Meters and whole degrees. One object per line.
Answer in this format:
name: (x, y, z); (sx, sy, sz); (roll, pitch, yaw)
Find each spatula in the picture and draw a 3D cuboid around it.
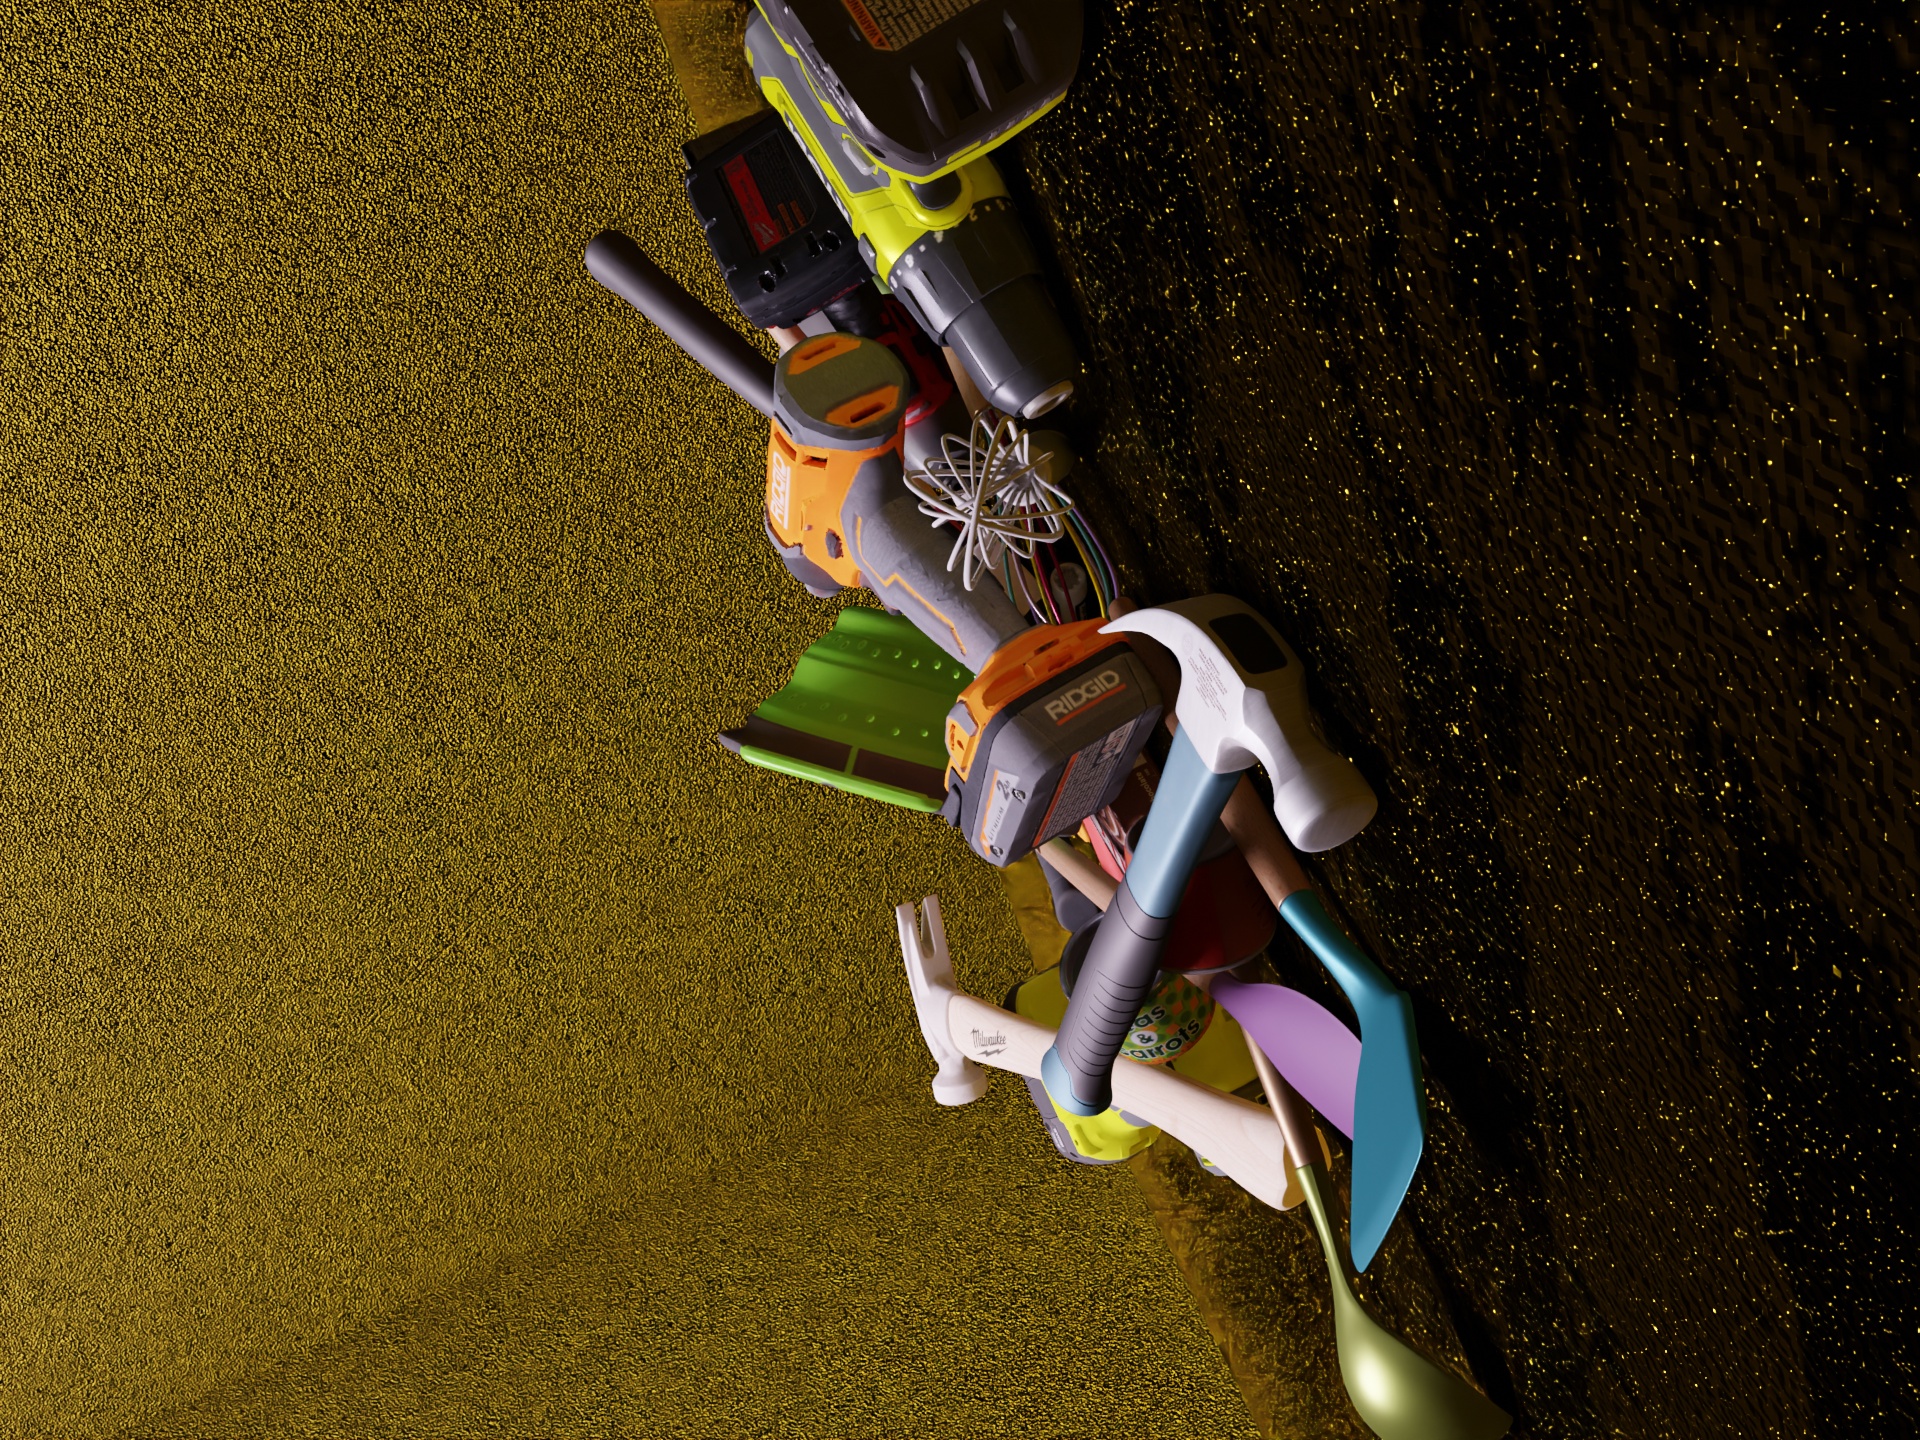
spatula: (0.111, 0.053, 0.624); (0.318, 0.044, 0.082); (-114, 22, -44)
spatula: (0.111, 0.114, 0.770); (0.316, 0.018, 0.059); (36, 140, 58)

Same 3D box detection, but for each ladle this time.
ladle: (0.166, 0.178, 0.744); (0.078, 0.062, 0.320); (61, -169, -65)

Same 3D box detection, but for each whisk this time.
whisk: (0.022, -0.134, 0.799); (0.047, 0.051, 0.245); (59, -171, -69)
whisk: (0.023, -0.094, 0.617); (0.246, 0.058, 0.059); (-56, -21, -74)

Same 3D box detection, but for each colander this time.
colander: (-0.002, -0.003, 0.952); (0.397, 0.204, 0.094); (11, -86, -75)

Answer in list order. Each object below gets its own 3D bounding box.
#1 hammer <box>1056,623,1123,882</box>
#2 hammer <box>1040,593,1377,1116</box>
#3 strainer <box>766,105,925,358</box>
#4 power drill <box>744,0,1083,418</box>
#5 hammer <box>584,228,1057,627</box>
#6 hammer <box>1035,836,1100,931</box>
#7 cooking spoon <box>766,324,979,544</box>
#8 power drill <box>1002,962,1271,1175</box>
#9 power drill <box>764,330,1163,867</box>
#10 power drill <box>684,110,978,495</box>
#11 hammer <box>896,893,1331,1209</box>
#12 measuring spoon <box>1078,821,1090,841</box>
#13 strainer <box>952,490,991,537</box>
hammer: (0.109, 0.102, 1.059); (0.149, 0.036, 0.358); (-122, 9, -68)
hammer: (0.075, 0.077, 0.643); (0.330, 0.033, 0.128); (102, 150, -51)
strainer: (-0.095, -0.272, 1.052); (0.151, 0.069, 0.256); (7, 122, 59)
power drill: (-0.015, -0.210, 0.552); (0.190, 0.080, 0.228); (58, 179, 3)
hammer: (-0.083, -0.163, 0.882); (0.335, 0.035, 0.146); (41, -176, 10)
hammer: (0.052, 0.039, 1.237); (0.409, 0.036, 0.149); (-107, -2, -64)
cooking spoon: (-0.035, -0.154, 1.006); (0.318, 0.017, 0.069); (49, -170, -27)
power drill: (0.109, 0.198, 1.000); (0.171, 0.080, 0.223); (65, 156, 9)
power drill: (-0.014, -0.049, 0.736); (0.227, 0.084, 0.164); (53, 157, 19)
power drill: (-0.055, -0.220, 0.886); (0.219, 0.078, 0.143); (45, -161, -59)
hammer: (0.071, 0.197, 0.949); (0.411, 0.038, 0.146); (1, 106, 63)
measuring spoon: (0.068, 0.064, 1.023); (0.117, 0.011, 0.021); (-139, 25, -83)
strainer: (-0.037, -0.229, 1.109); (0.258, 0.050, 0.086); (62, 161, 14)
